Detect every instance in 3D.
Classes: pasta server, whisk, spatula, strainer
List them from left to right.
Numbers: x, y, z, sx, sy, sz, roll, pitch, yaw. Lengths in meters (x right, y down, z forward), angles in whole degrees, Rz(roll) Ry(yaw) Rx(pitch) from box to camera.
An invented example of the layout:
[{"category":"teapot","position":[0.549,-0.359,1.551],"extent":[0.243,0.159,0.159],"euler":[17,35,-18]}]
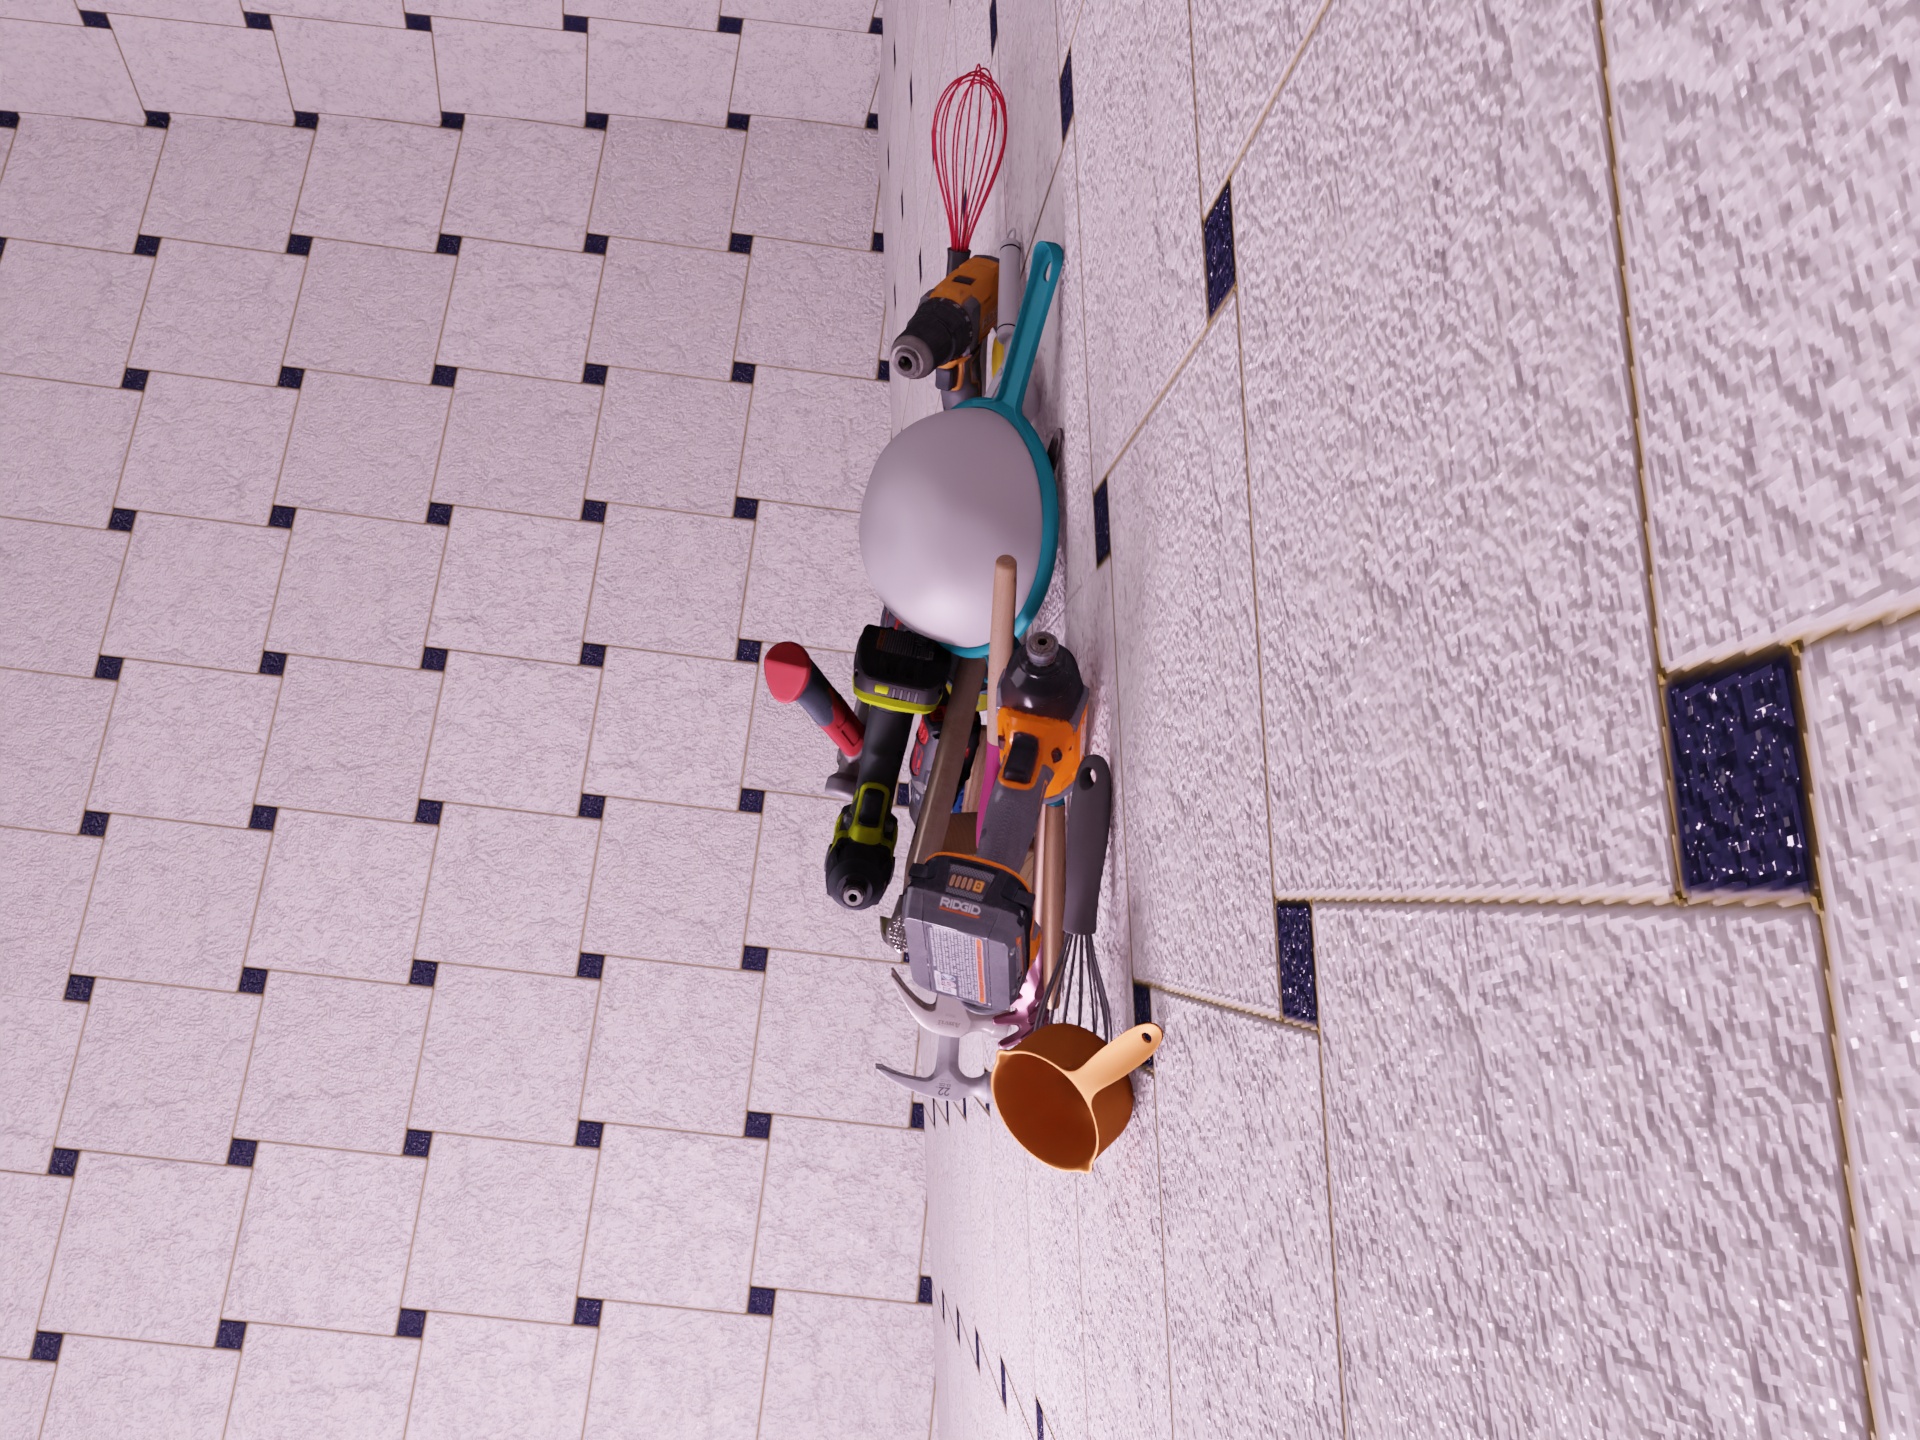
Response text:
[{"category":"strainer","position":[-0.004,-0.209,1.244],"extent":[0.211,0.095,0.340],"euler":[45,128,44]},{"category":"whisk","position":[0.000,-0.469,1.517],"extent":[0.073,0.073,0.295],"euler":[-101,16,-61]},{"category":"strainer","position":[0.043,-0.325,1.365],"extent":[0.087,0.050,0.259],"euler":[-39,42,53]},{"category":"pasta server","position":[0.061,0.150,1.333],"extent":[0.060,0.040,0.316],"euler":[-129,36,-56]},{"category":"spatula","position":[0.063,0.088,1.252],"extent":[0.082,0.044,0.317],"euler":[-96,5,-69]},{"category":"whisk","position":[0.083,0.141,1.072],"extent":[0.055,0.055,0.239],"euler":[-123,36,-80]}]

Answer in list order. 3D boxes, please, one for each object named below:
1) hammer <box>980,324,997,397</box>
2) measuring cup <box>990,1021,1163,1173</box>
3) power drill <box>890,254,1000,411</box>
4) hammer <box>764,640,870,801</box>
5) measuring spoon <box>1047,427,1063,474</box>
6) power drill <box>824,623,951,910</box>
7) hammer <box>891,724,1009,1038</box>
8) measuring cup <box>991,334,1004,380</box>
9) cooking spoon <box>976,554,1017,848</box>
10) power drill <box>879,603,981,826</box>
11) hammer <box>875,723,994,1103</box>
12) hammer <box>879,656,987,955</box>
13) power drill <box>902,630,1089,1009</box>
[{"category":"hammer","position":[0.020,-0.250,1.651],"extent":[0.149,0.036,0.358],"euler":[-102,12,-64]},{"category":"measuring cup","position":[0.088,0.217,0.995],"extent":[0.095,0.052,0.173],"euler":[52,136,10]},{"category":"power drill","position":[-0.013,-0.291,1.460],"extent":[0.185,0.084,0.226],"euler":[-54,-24,-47]},{"category":"hammer","position":[-0.112,-0.025,1.404],"extent":[0.386,0.038,0.143],"euler":[67,-143,-78]},{"category":"measuring spoon","position":[0.072,-0.181,1.259],"extent":[0.124,0.018,0.034],"euler":[104,160,-47]},{"category":"power drill","position":[-0.068,0.043,1.350],"extent":[0.171,0.080,0.223],"euler":[-88,10,-75]},{"category":"hammer","position":[0.005,0.168,1.659],"extent":[0.031,0.130,0.331],"euler":[-114,31,-81]},{"category":"measuring cup","position":[0.039,-0.281,1.448],"extent":[0.062,0.029,0.156],"euler":[-98,11,-50]},{"category":"cooking spoon","position":[0.027,-0.004,1.164],"extent":[0.069,0.017,0.318],"euler":[-57,-19,-36]},{"category":"power drill","position":[-0.031,-0.015,1.611],"extent":[0.187,0.080,0.227],"euler":[104,161,-51]},{"category":"hammer","position":[-0.006,0.205,1.715],"extent":[0.035,0.144,0.405],"euler":[163,112,-84]},{"category":"hammer","position":[-0.002,-0.004,1.373],"extent":[0.146,0.038,0.411],"euler":[160,124,-83]},{"category":"power drill","position":[0.032,0.058,1.059],"extent":[0.164,0.084,0.227],"euler":[86,-159,-55]}]
